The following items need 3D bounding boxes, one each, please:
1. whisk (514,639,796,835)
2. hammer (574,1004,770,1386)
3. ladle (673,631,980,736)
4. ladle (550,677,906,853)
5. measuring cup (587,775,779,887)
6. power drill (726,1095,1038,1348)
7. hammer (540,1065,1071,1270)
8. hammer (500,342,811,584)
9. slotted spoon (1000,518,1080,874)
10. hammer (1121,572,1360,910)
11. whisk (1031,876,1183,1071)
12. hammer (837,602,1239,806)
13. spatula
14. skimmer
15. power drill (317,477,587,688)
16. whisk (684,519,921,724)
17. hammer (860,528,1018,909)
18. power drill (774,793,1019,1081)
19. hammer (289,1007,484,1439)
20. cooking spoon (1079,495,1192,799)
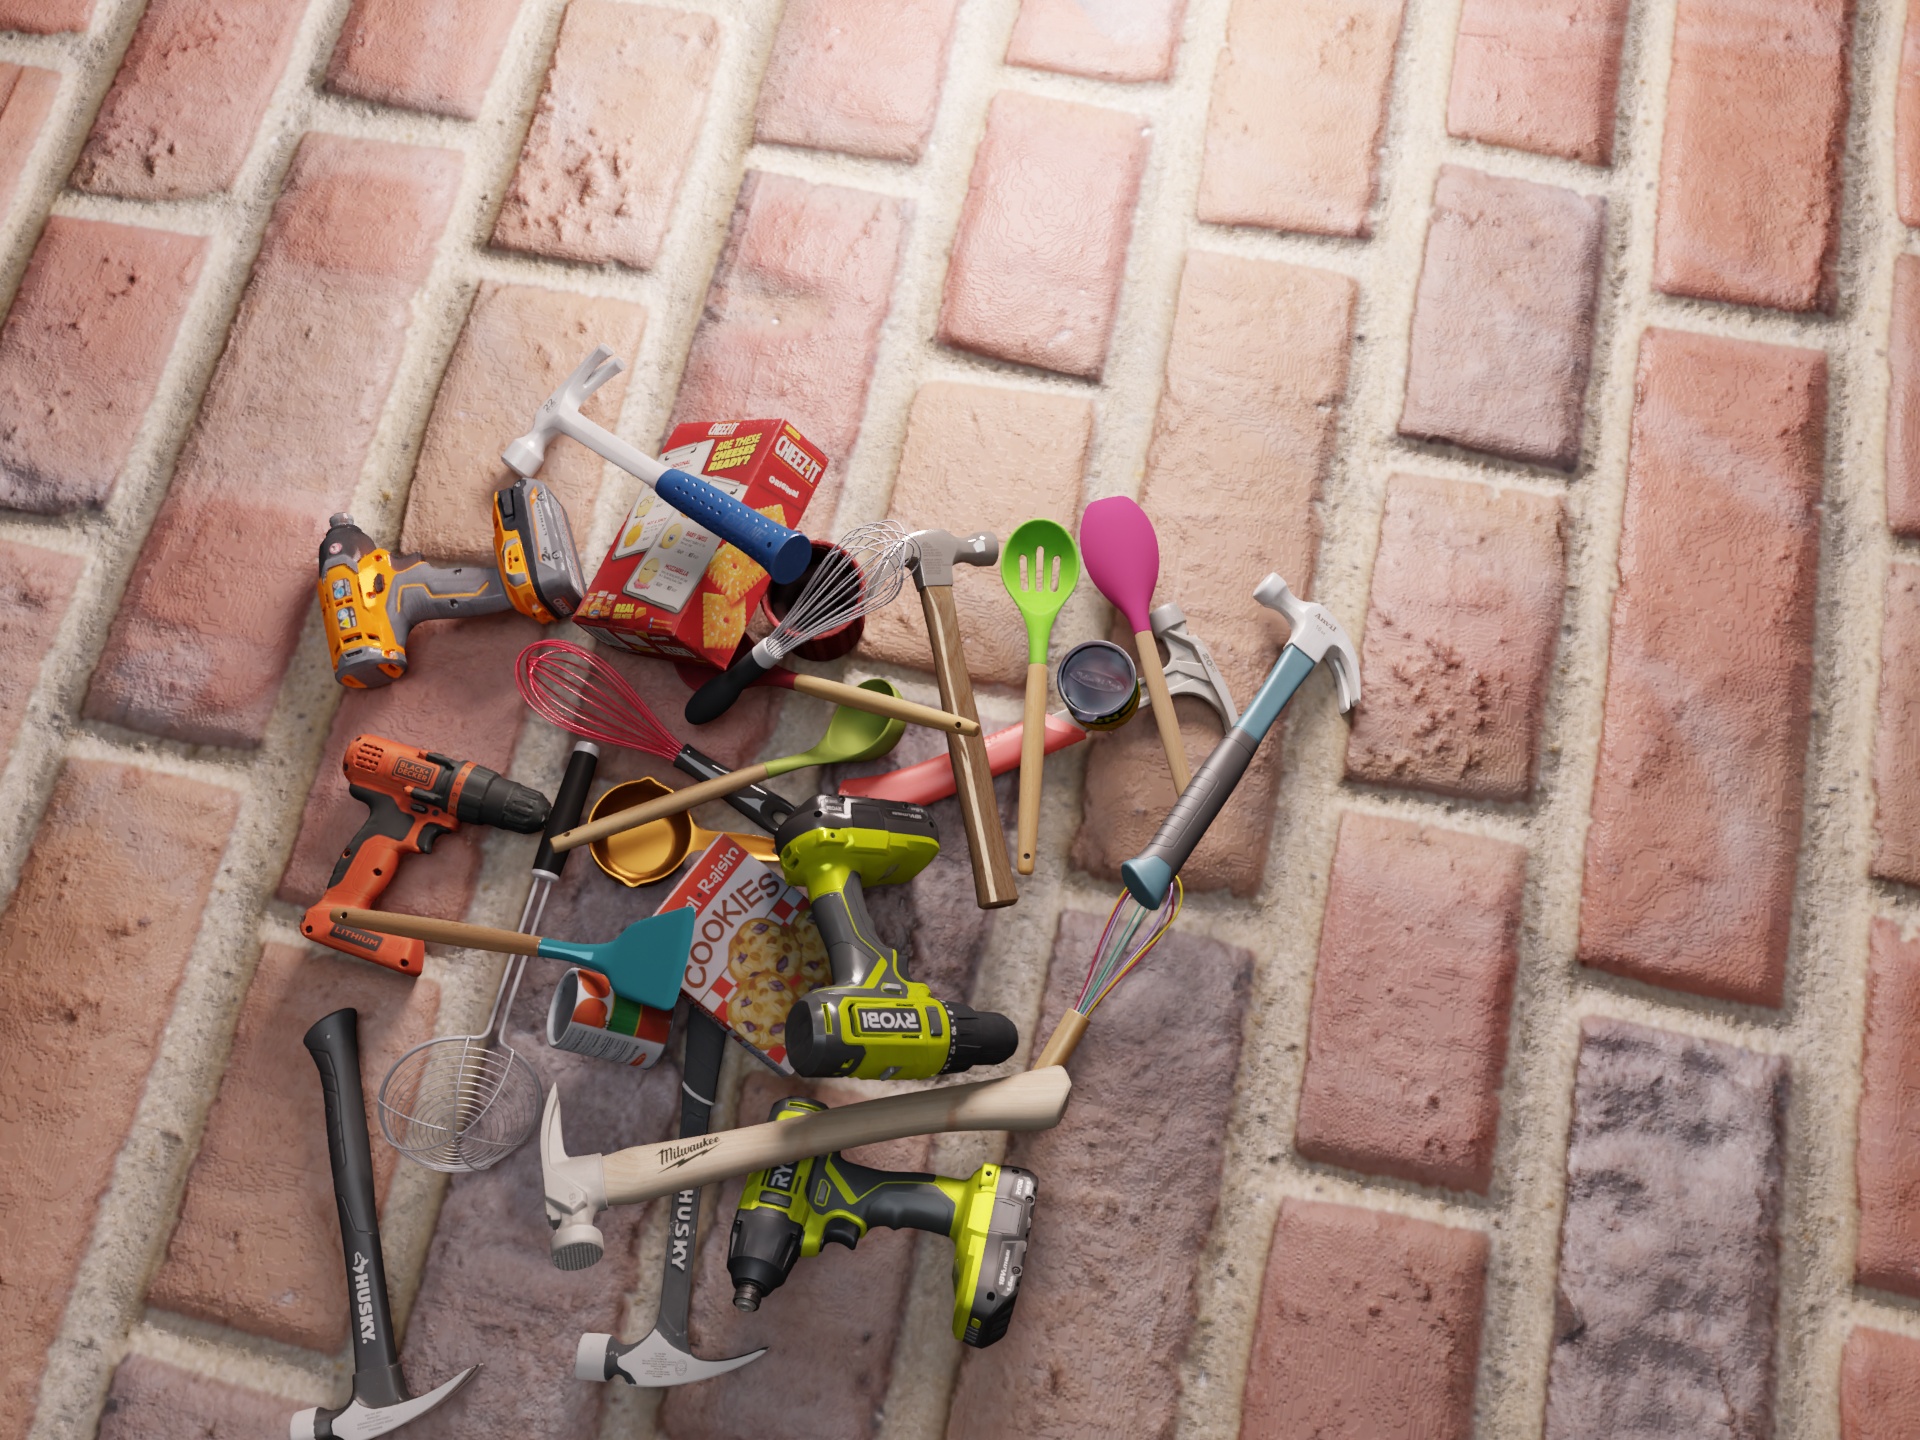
[{"bbox_3d":[-0.260,0.020,1.385,0.296,0.073,0.073,32,76,3],"label":"whisk"},{"bbox_3d":[-0.212,0.326,1.301,0.149,0.036,0.409,4,73,1],"label":"hammer"},{"bbox_3d":[-0.118,-0.028,1.354,0.315,0.031,0.069,15,91,30],"label":"ladle"},{"bbox_3d":[-0.192,0.041,1.339,0.320,0.062,0.078,-20,35,-19],"label":"ladle"},{"bbox_3d":[-0.233,0.106,1.364,0.173,0.052,0.095,9,73,-12],"label":"measuring cup"},{"bbox_3d":[-0.062,0.396,1.231,0.223,0.080,0.171,13,43,4],"label":"power drill"},{"bbox_3d":[-0.115,0.314,1.236,0.410,0.038,0.146,-8,42,-14],"label":"hammer"},{"bbox_3d":[-0.254,-0.212,1.355,0.406,0.035,0.144,33,84,41],"label":"hammer"},{"bbox_3d":[0.063,-0.023,1.370,0.070,0.031,0.314,3,75,1],"label":"slotted spoon"},{"bbox_3d":[0.233,0.024,1.347,0.128,0.033,0.331,39,64,0],"label":"hammer"},{"bbox_3d":[0.113,0.227,1.323,0.047,0.051,0.245,32,79,4],"label":"whisk"},{"bbox_3d":[0.062,0.027,1.387,0.359,0.036,0.149,-22,74,-6],"label":"hammer"},{"bbox_3d":[-0.360,0.172,1.264,0.317,0.044,0.082,6,70,10],"label":"spatula"},{"bbox_3d":[-0.374,0.192,1.330,0.127,0.090,0.363,22,65,-20],"label":"skimmer"},{"bbox_3d":[-0.463,-0.137,1.422,0.226,0.084,0.164,-18,73,-1],"label":"power drill"},{"bbox_3d":[-0.139,-0.073,1.322,0.284,0.070,0.070,-37,72,31],"label":"whisk"},{"bbox_3d":[-0.002,-0.004,1.347,0.130,0.031,0.331,-5,76,-26],"label":"hammer"},{"bbox_3d":[-0.056,0.180,1.279,0.190,0.080,0.229,7,52,-30],"label":"power drill"},{"bbox_3d":[-0.481,0.399,1.284,0.146,0.035,0.335,-13,73,-2],"label":"hammer"},{"bbox_3d":[0.165,-0.052,1.382,0.069,0.017,0.319,-13,73,-1],"label":"cooking spoon"}]
